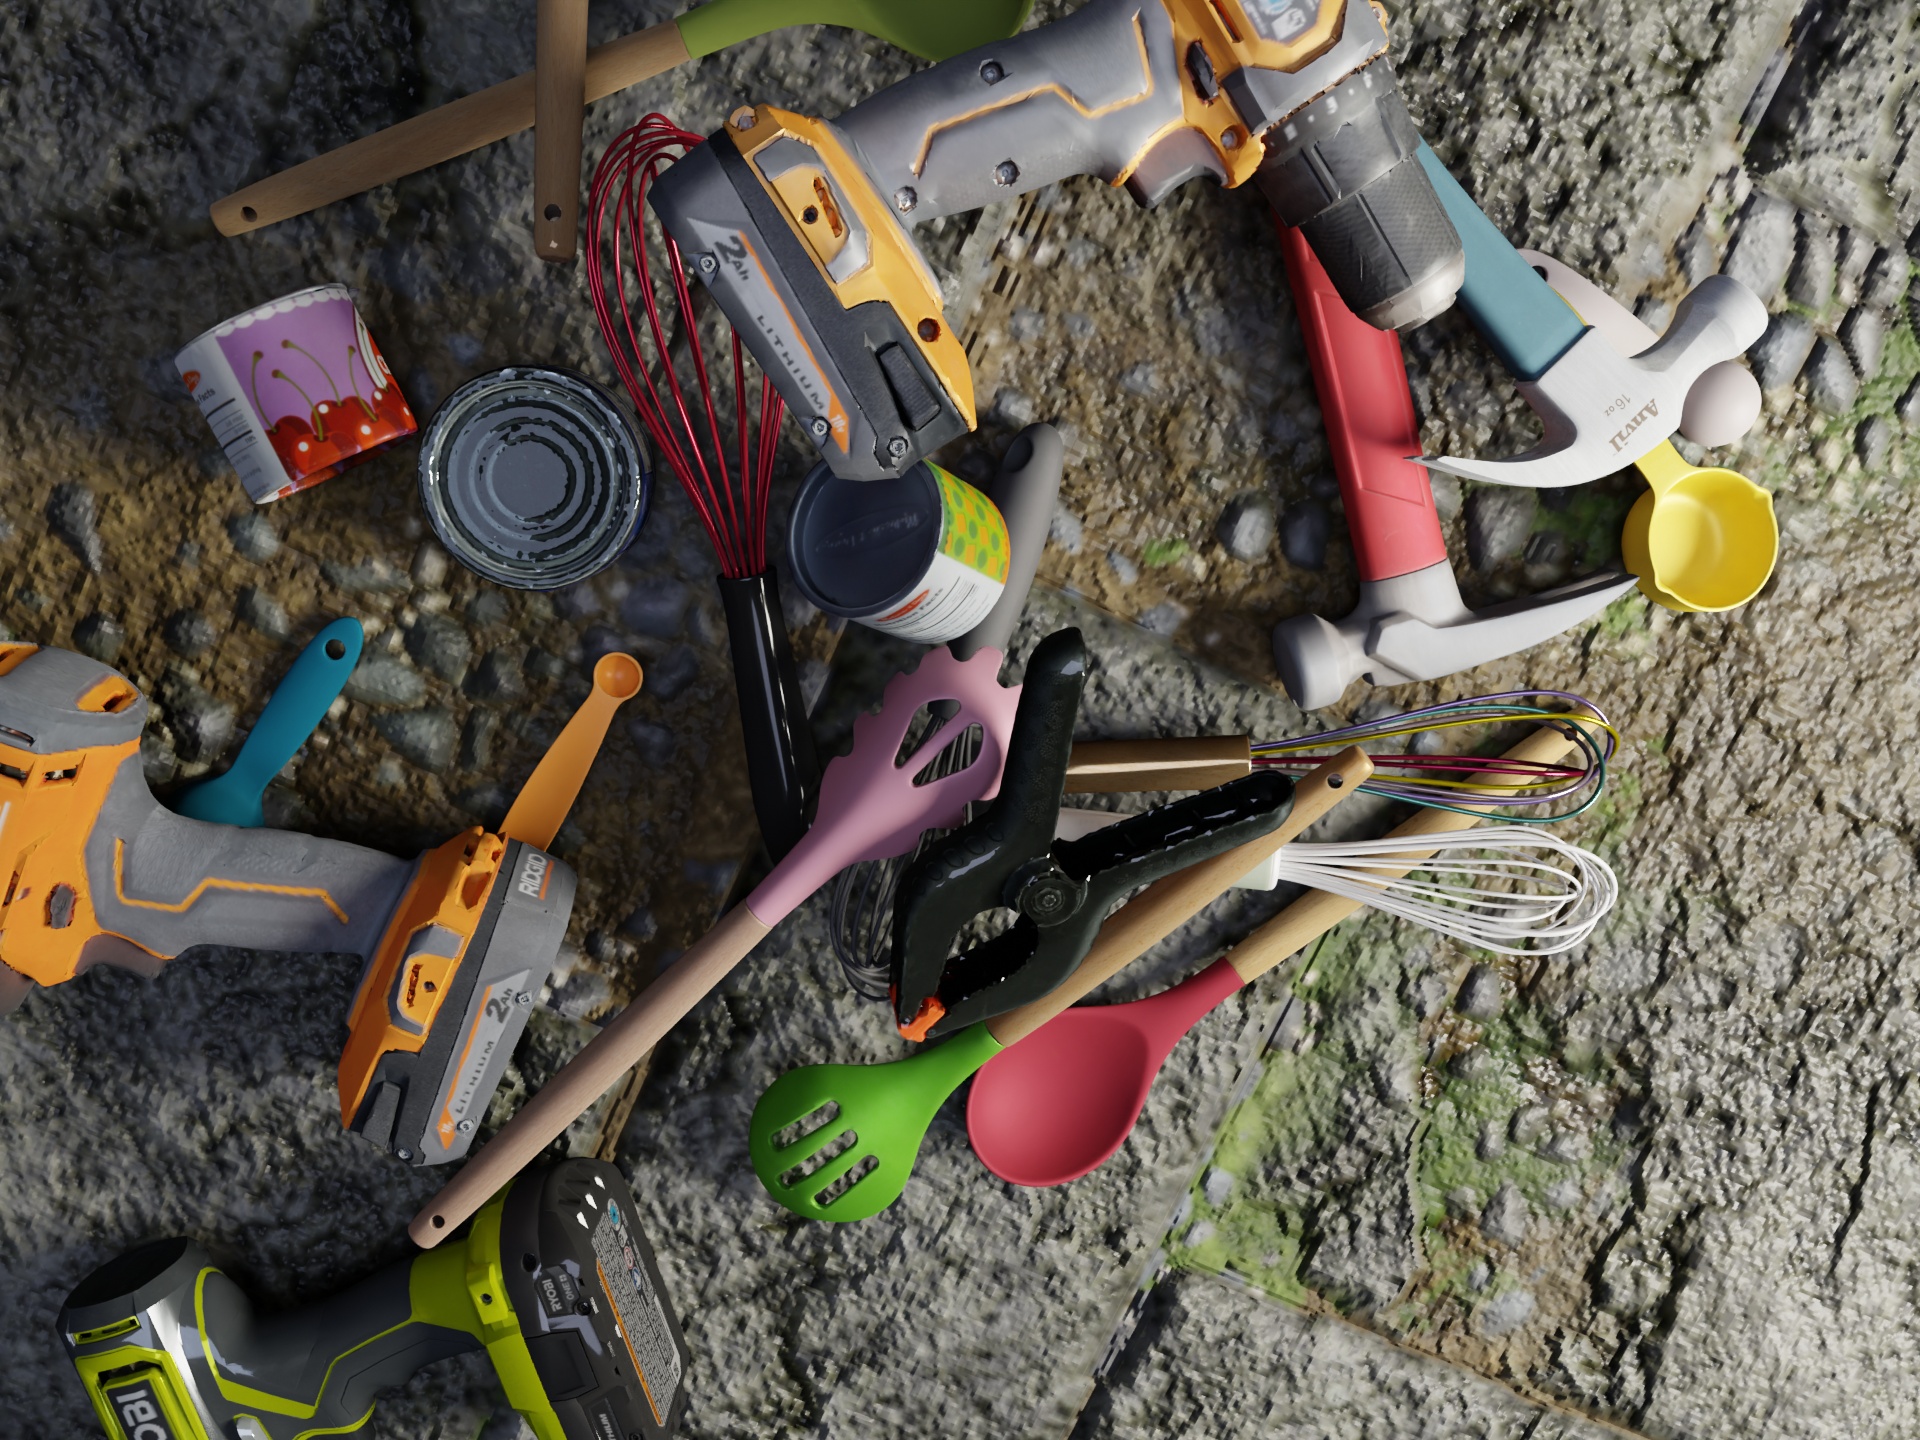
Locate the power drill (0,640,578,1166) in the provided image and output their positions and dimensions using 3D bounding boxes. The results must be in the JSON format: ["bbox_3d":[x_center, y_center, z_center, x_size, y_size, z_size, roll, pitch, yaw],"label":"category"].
[{"bbox_3d":[-0.279,0.085,0.599,0.226,0.084,0.164,23,104,-15],"label":"power drill"}]

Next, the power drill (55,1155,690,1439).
[{"bbox_3d":[-0.236,0.281,0.661,0.223,0.080,0.171,-17,101,4],"label":"power drill"}]

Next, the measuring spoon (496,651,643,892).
[{"bbox_3d":[-0.161,0.022,0.645,0.021,0.011,0.117,32,102,-5],"label":"measuring spoon"}]

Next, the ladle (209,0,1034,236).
[{"bbox_3d":[-0.124,-0.232,0.571,0.320,0.062,0.078,-20,127,4],"label":"ladle"}]

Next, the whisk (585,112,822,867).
[{"bbox_3d":[-0.084,-0.075,0.604,0.073,0.073,0.295,-9,107,-2],"label":"whisk"}]

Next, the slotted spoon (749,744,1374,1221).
[{"bbox_3d":[0.032,0.107,0.632,0.313,0.031,0.070,-39,87,15],"label":"slotted spoon"}]

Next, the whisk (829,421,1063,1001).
[{"bbox_3d":[-0.001,-0.002,0.630,0.055,0.055,0.239,16,96,-7],"label":"whisk"}]

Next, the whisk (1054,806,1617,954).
[{"bbox_3d":[0.133,0.056,0.635,0.246,0.058,0.059,6,138,8],"label":"whisk"}]

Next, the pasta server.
[{"bbox_3d":[-0.094,0.090,0.603,0.316,0.040,0.060,-44,89,6],"label":"pasta server"}]

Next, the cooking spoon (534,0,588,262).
[{"bbox_3d":[-0.134,-0.317,0.545,0.068,0.017,0.319,2,90,-10],"label":"cooking spoon"}]

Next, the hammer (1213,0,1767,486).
[{"bbox_3d":[0.139,-0.214,0.562,0.128,0.033,0.331,-45,102,2],"label":"hammer"}]

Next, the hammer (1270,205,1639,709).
[{"bbox_3d":[0.149,-0.205,0.601,0.143,0.038,0.386,-17,102,-1],"label":"hammer"}]

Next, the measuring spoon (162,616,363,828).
[{"bbox_3d":[-0.276,0.012,0.627,0.042,0.021,0.128,36,99,-10],"label":"measuring spoon"}]

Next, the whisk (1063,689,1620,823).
[{"bbox_3d":[0.138,0.019,0.638,0.245,0.047,0.051,-2,83,6],"label":"whisk"}]

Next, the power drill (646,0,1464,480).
[{"bbox_3d":[0.039,-0.165,0.515,0.226,0.084,0.185,-34,103,4],"label":"power drill"}]

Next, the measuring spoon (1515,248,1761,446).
[{"bbox_3d":[0.267,-0.150,0.629,0.124,0.018,0.034,31,98,-8],"label":"measuring spoon"}]

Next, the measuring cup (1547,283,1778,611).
[{"bbox_3d":[0.263,-0.110,0.634,0.062,0.029,0.156,-39,94,-7],"label":"measuring cup"}]

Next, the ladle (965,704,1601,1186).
[{"bbox_3d":[0.135,0.089,0.666,0.315,0.031,0.069,-36,94,2],"label":"ladle"}]
